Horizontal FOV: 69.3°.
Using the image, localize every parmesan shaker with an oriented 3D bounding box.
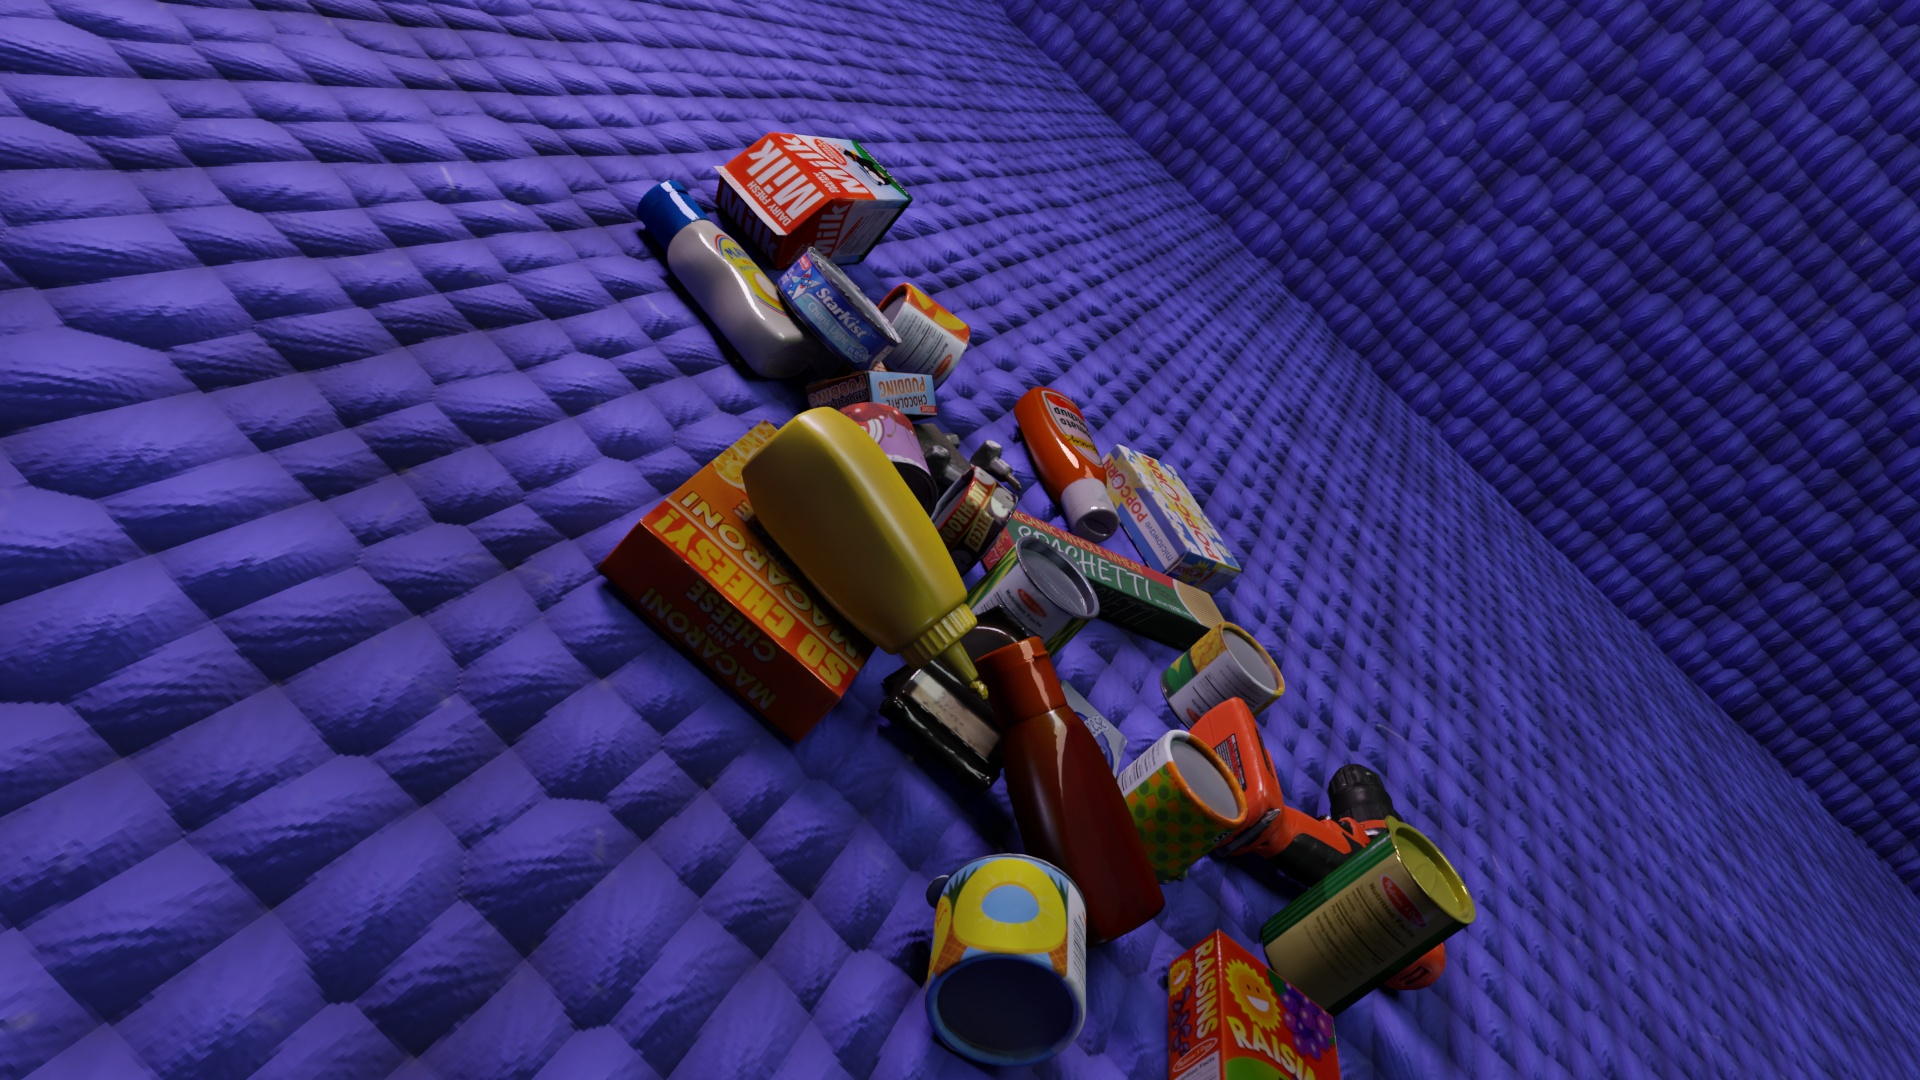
[{"bbox_3d":[0.231,0.216,0.799,0.071,0.102,0.071,36,25,-20],"label":"parmesan shaker"}]

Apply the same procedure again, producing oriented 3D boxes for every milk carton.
[{"bbox_3d":[-0.118,-0.261,1.067,0.072,0.073,0.191,46,24,5],"label":"milk carton"}]

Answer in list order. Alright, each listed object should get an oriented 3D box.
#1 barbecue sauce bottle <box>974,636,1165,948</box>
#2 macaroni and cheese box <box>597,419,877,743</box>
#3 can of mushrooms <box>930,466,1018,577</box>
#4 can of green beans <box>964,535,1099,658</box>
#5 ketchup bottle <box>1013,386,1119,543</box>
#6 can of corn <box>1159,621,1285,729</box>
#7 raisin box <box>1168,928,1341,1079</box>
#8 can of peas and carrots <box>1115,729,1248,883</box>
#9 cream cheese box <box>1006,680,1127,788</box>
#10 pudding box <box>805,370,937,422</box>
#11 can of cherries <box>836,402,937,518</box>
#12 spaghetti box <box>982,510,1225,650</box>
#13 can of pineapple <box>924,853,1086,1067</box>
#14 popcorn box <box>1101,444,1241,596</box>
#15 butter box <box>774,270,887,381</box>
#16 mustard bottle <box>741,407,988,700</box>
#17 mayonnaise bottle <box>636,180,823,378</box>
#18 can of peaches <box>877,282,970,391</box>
[{"bbox_3d":[0.050,0.122,0.690,0.065,0.043,0.148,-10,75,-51],"label":"barbecue sauce bottle"},{"bbox_3d":[-0.092,0.015,0.701,0.123,0.040,0.167,42,24,-5],"label":"macaroni and cheese box"},{"bbox_3d":[0.003,-0.011,0.856,0.033,0.070,0.071,38,24,-11],"label":"can of mushrooms"},{"bbox_3d":[0.041,0.041,0.844,0.071,0.057,0.071,35,25,-19],"label":"can of green beans"},{"bbox_3d":[0.086,-0.058,1.093,0.064,0.043,0.149,27,29,-34],"label":"ketchup bottle"},{"bbox_3d":[0.183,0.098,0.972,0.071,0.058,0.071,35,26,-20],"label":"can of corn"},{"bbox_3d":[0.143,0.261,0.669,0.086,0.040,0.124,38,26,-11],"label":"raisin box"},{"bbox_3d":[0.122,0.152,0.788,0.071,0.058,0.071,35,26,-19],"label":"can of peas and carrots"},{"bbox_3d":[0.062,0.124,0.782,0.053,0.024,0.104,42,24,-3],"label":"cream cheese box"},{"bbox_3d":[-0.057,-0.092,0.909,0.084,0.049,0.030,-7,88,-61],"label":"pudding box"},{"bbox_3d":[-0.053,-0.040,0.816,0.071,0.071,0.058,25,30,-36],"label":"can of cherries"},{"bbox_3d":[0.106,0.032,0.995,0.250,0.028,0.050,22,31,-40],"label":"spaghetti box"},{"bbox_3d":[0.018,0.176,0.582,0.071,0.070,0.058,37,25,-15],"label":"can of pineapple"},{"bbox_3d":[0.171,-0.017,1.162,0.085,0.038,0.127,16,36,-46],"label":"popcorn box"},{"bbox_3d":[-0.091,-0.143,0.978,0.053,0.024,0.104,13,38,-48],"label":"butter box"},{"bbox_3d":[-0.037,0.013,0.668,0.160,0.065,0.049,53,27,3],"label":"mustard bottle"},{"bbox_3d":[-0.154,-0.171,0.903,0.148,0.041,0.065,50,19,13],"label":"mayonnaise bottle"},{"bbox_3d":[-0.036,-0.147,1.022,0.058,0.071,0.071,33,26,-23],"label":"can of peaches"}]
